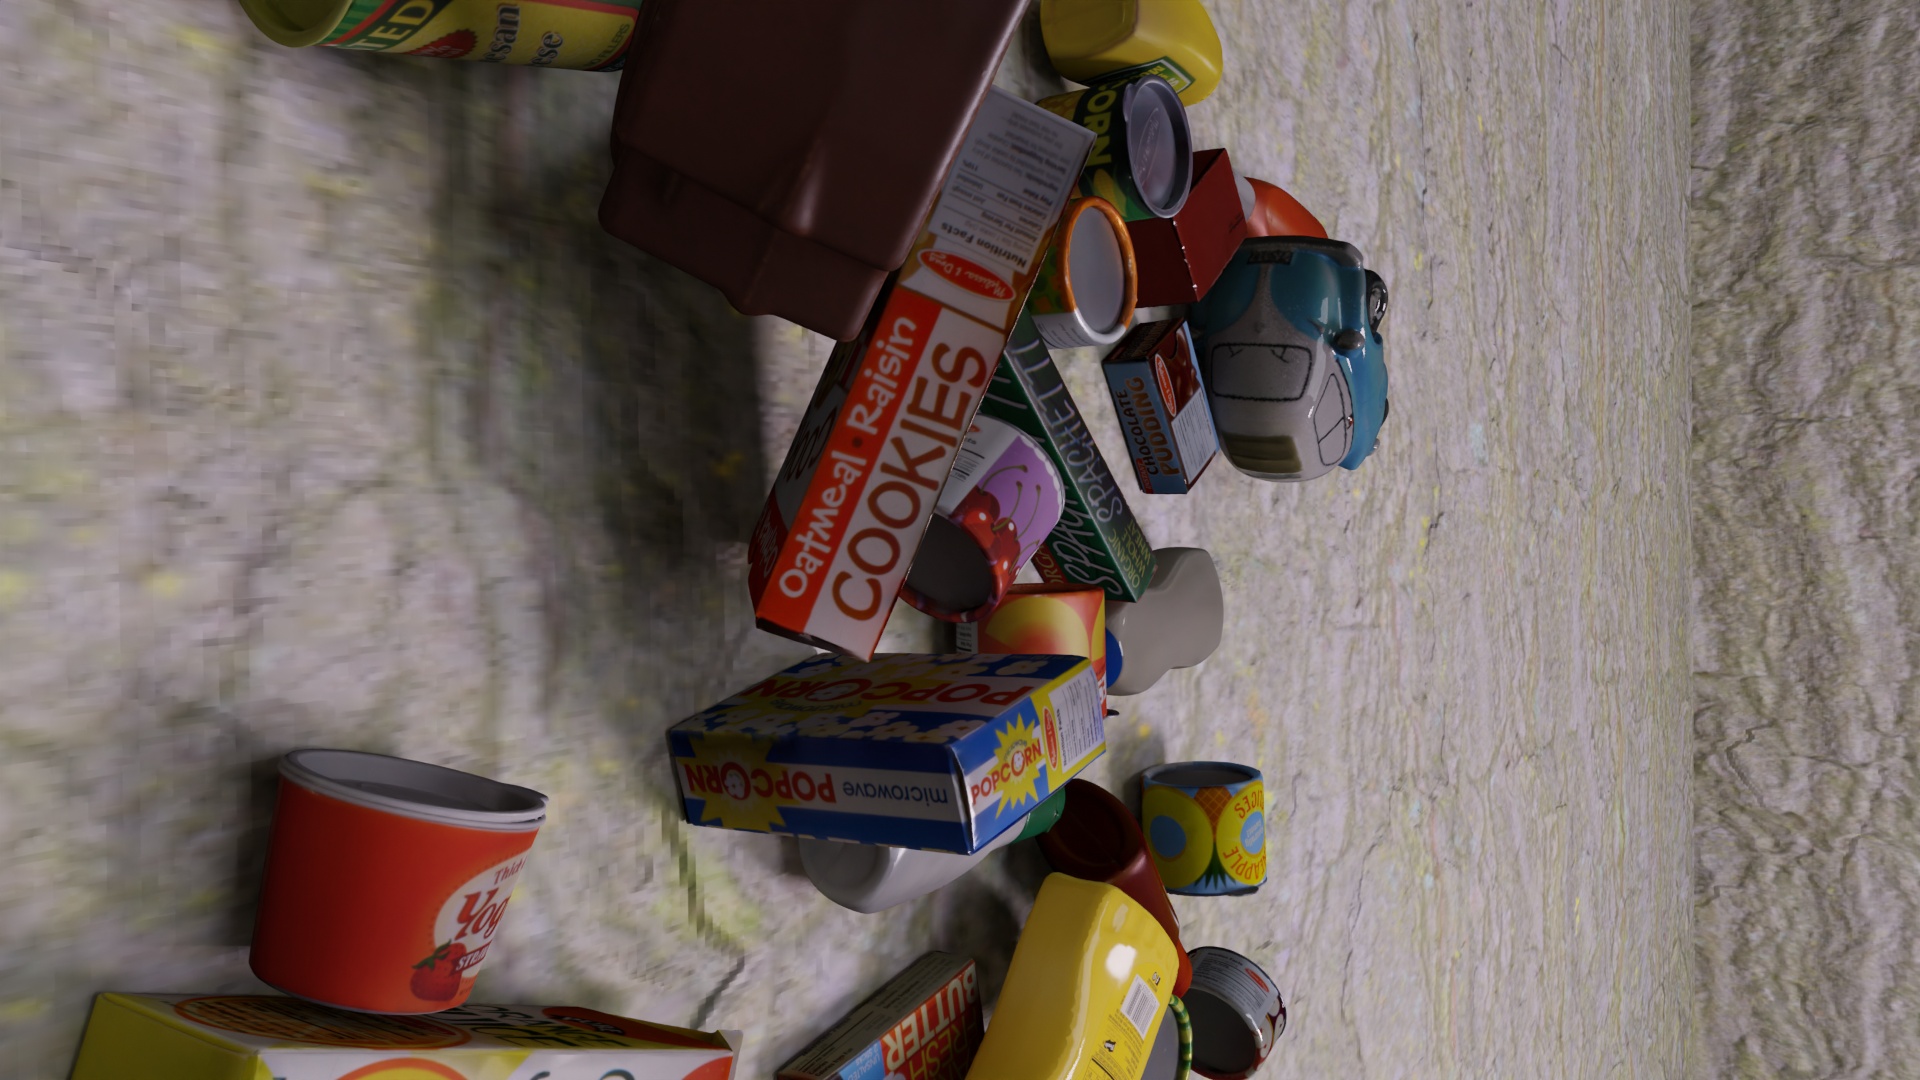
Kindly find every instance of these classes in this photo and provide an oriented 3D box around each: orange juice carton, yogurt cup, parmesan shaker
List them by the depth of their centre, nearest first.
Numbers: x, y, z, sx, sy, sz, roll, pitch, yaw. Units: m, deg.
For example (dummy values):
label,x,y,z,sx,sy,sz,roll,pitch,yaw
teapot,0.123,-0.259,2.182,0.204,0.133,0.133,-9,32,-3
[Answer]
label,x,y,z,sx,sy,sz,roll,pitch,yaw
yogurt cup,-0.149,0.088,0.363,0.072,0.072,0.054,22,81,-52
parmesan shaker,-0.133,-0.165,0.377,0.103,0.071,0.071,-18,105,-53
orange juice carton,-0.131,0.168,0.378,0.192,0.073,0.072,28,68,-51

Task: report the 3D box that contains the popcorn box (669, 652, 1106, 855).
label,x,y,z,sx,sy,sz,roll,pitch,yaw
popcorn box,-0.025,0.069,0.479,0.085,0.126,0.038,-25,108,-52

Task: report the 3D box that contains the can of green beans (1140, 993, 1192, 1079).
label,x,y,z,sx,sy,sz,roll,pitch,yaw
can of green beans,0.072,0.247,0.670,0.071,0.058,0.071,0,90,-54

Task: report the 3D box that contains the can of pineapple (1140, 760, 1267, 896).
label,x,y,z,sx,sy,sz,roll,pitch,yaw
can of pineapple,0.131,0.153,0.742,0.071,0.071,0.058,-6,95,-54

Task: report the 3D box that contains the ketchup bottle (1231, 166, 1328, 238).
label,x,y,z,sx,sy,sz,roll,pitch,yaw
ketchup bottle,0.174,-0.185,0.825,0.149,0.043,0.065,17,75,-53

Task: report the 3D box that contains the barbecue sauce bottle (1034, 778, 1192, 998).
label,x,y,z,sx,sy,sz,roll,pitch,yaw
barbecue sauce bottle,0.080,0.180,0.683,0.044,0.065,0.148,-36,133,-11

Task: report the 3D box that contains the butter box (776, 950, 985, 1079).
label,x,y,z,sx,sy,sz,roll,pitch,yaw
butter box,-0.028,0.213,0.561,0.104,0.024,0.053,-22,108,-52

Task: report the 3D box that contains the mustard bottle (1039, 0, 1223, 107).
label,x,y,z,sx,sy,sz,roll,pitch,yaw
mustard bottle,0.100,-0.250,0.708,0.160,0.065,0.049,-8,92,-58

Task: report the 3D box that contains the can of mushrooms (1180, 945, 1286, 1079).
label,x,y,z,sx,sy,sz,roll,pitch,yaw
can of mushrooms,0.141,0.261,0.760,0.033,0.071,0.070,-34,117,-49

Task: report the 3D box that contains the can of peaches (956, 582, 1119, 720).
label,x,y,z,sx,sy,sz,roll,pitch,yaw
can of peaches,0.033,0.049,0.608,0.071,0.071,0.058,-4,93,-54

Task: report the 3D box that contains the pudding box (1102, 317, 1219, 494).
label,x,y,z,sx,sy,sz,roll,pitch,yaw
pudding box,0.110,-0.072,0.747,0.050,0.030,0.083,-47,126,-42

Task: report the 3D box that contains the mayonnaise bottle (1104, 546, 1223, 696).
label,x,y,z,sx,sy,sz,roll,pitch,yaw
mayonnaise bottle,0.084,0.047,0.704,0.149,0.041,0.064,-20,105,-51

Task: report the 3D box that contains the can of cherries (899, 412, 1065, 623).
label,x,y,z,sx,sy,sz,roll,pitch,yaw
can of cherries,0.002,-0.007,0.567,0.059,0.071,0.071,-53,130,-40

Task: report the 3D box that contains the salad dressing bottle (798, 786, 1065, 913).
label,x,y,z,sx,sy,sz,roll,pitch,yaw
salad dressing bottle,-0.005,0.114,0.572,0.148,0.044,0.064,4,120,-59

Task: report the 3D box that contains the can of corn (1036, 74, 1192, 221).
label,x,y,z,sx,sy,sz,roll,pitch,yaw
can of corn,0.070,-0.187,0.669,0.071,0.058,0.071,-1,91,-54

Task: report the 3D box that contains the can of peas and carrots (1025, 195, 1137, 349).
label,x,y,z,sx,sy,sz,roll,pitch,yaw
can of peas and carrots,0.039,-0.121,0.626,0.071,0.058,0.071,0,90,-55

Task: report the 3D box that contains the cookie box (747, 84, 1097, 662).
label,x,y,z,sx,sy,sz,roll,pitch,yaw
cookie box,-0.020,-0.056,0.452,0.040,0.123,0.167,23,96,-12

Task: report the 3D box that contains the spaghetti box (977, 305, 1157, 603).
label,x,y,z,sx,sy,sz,roll,pitch,yaw
spaghetti box,0.020,-0.063,0.606,0.029,0.050,0.249,-60,134,-32
